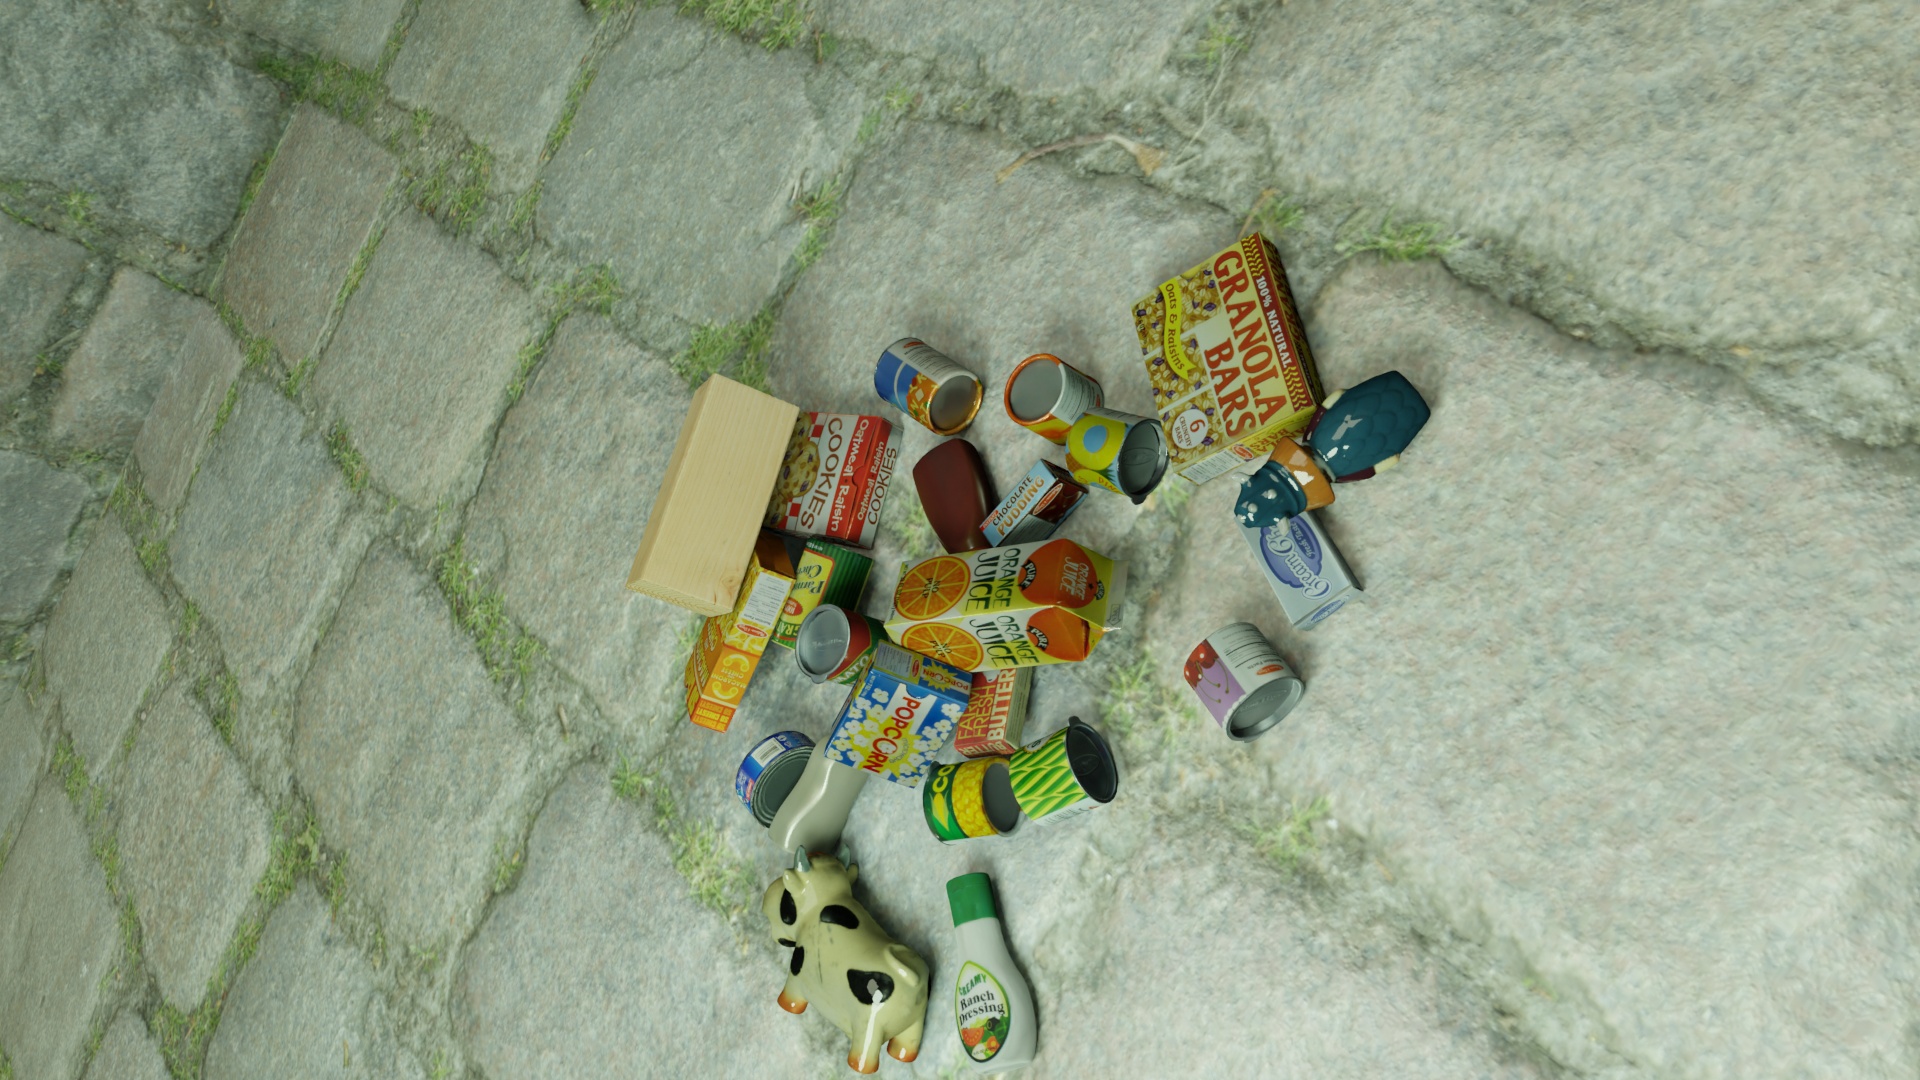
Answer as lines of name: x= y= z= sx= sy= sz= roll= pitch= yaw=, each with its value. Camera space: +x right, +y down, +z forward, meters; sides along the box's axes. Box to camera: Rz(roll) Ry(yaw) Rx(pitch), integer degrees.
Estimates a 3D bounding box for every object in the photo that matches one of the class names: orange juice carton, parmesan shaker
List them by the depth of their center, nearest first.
orange juice carton: x=0.043 y=0.054 z=1.122 sx=0.192 sy=0.072 sz=0.072 roll=-8 pitch=45 yaw=24
parmesan shaker: x=-0.129 y=0.055 z=1.297 sx=0.071 sy=0.071 sz=0.103 roll=17 pitch=86 yaw=42

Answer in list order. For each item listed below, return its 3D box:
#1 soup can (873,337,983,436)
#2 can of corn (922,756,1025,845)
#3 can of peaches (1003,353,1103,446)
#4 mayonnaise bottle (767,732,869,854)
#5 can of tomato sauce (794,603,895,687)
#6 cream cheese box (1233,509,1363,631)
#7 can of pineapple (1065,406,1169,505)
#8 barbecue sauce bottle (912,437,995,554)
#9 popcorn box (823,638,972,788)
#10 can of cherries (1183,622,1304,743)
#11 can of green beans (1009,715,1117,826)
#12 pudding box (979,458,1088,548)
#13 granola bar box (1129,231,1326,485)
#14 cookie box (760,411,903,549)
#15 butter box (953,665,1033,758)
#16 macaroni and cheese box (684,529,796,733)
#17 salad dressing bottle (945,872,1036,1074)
soup can: x=-0.030 y=-0.139 z=1.282 sx=0.084 sy=0.071 sz=0.071 roll=37 pitch=100 yaw=41
can of corn: x=0.011 y=0.208 z=1.124 sx=0.058 sy=0.071 sz=0.071 roll=-16 pitch=66 yaw=35
can of peaches: x=0.077 y=-0.120 z=1.189 sx=0.071 sy=0.058 sz=0.071 roll=-14 pitch=67 yaw=36
mayonnaise bottle: x=-0.112 y=0.208 z=1.234 sx=0.041 sy=0.064 sz=0.148 roll=27 pitch=89 yaw=43
can of tomato sauce: x=-0.095 y=0.099 z=1.241 sx=0.071 sy=0.083 sz=0.071 roll=-14 pitch=67 yaw=36
cream cheese box: x=0.248 y=0.010 z=1.024 sx=0.053 sy=0.024 sz=0.104 roll=-39 pitch=54 yaw=24
can of pineapple: x=0.126 y=-0.070 z=1.126 sx=0.058 sy=0.071 sz=0.071 roll=19 pitch=88 yaw=43
barbecue sauce bottle: x=0.004 y=-0.015 z=1.224 sx=0.064 sy=0.043 sz=0.149 roll=-35 pitch=56 yaw=26
popcorn box: x=-0.053 y=0.147 z=1.157 sx=0.038 sy=0.085 sz=0.126 roll=-77 pitch=13 yaw=-48
can of cherries: x=0.203 y=0.103 z=1.003 sx=0.071 sy=0.071 sz=0.058 roll=-48 pitch=51 yaw=17
can of green beans: x=0.080 y=0.182 z=1.078 sx=0.057 sy=0.071 sz=0.071 roll=-29 pitch=58 yaw=30
pudding box: x=0.062 y=-0.026 z=1.175 sx=0.083 sy=0.049 sz=0.030 roll=-48 pitch=53 yaw=18
granola bar box: x=0.210 y=-0.144 z=1.099 sx=0.124 sy=0.039 sz=0.166 roll=-27 pitch=60 yaw=30
cookie box: x=-0.141 y=-0.063 z=1.364 sx=0.167 sy=0.040 sz=0.123 roll=8 pitch=80 yaw=42
butter box: x=0.030 y=0.127 z=1.148 sx=0.053 sy=0.024 sz=0.104 roll=-13 pitch=51 yaw=36
macaroni and cheese box: x=-0.215 y=0.083 z=1.332 sx=0.166 sy=0.040 sz=0.124 roll=-64 pitch=20 yaw=11
salad dressing bottle: x=0.020 y=0.337 z=1.089 sx=0.064 sy=0.044 sz=0.148 roll=-31 pitch=57 yaw=30
